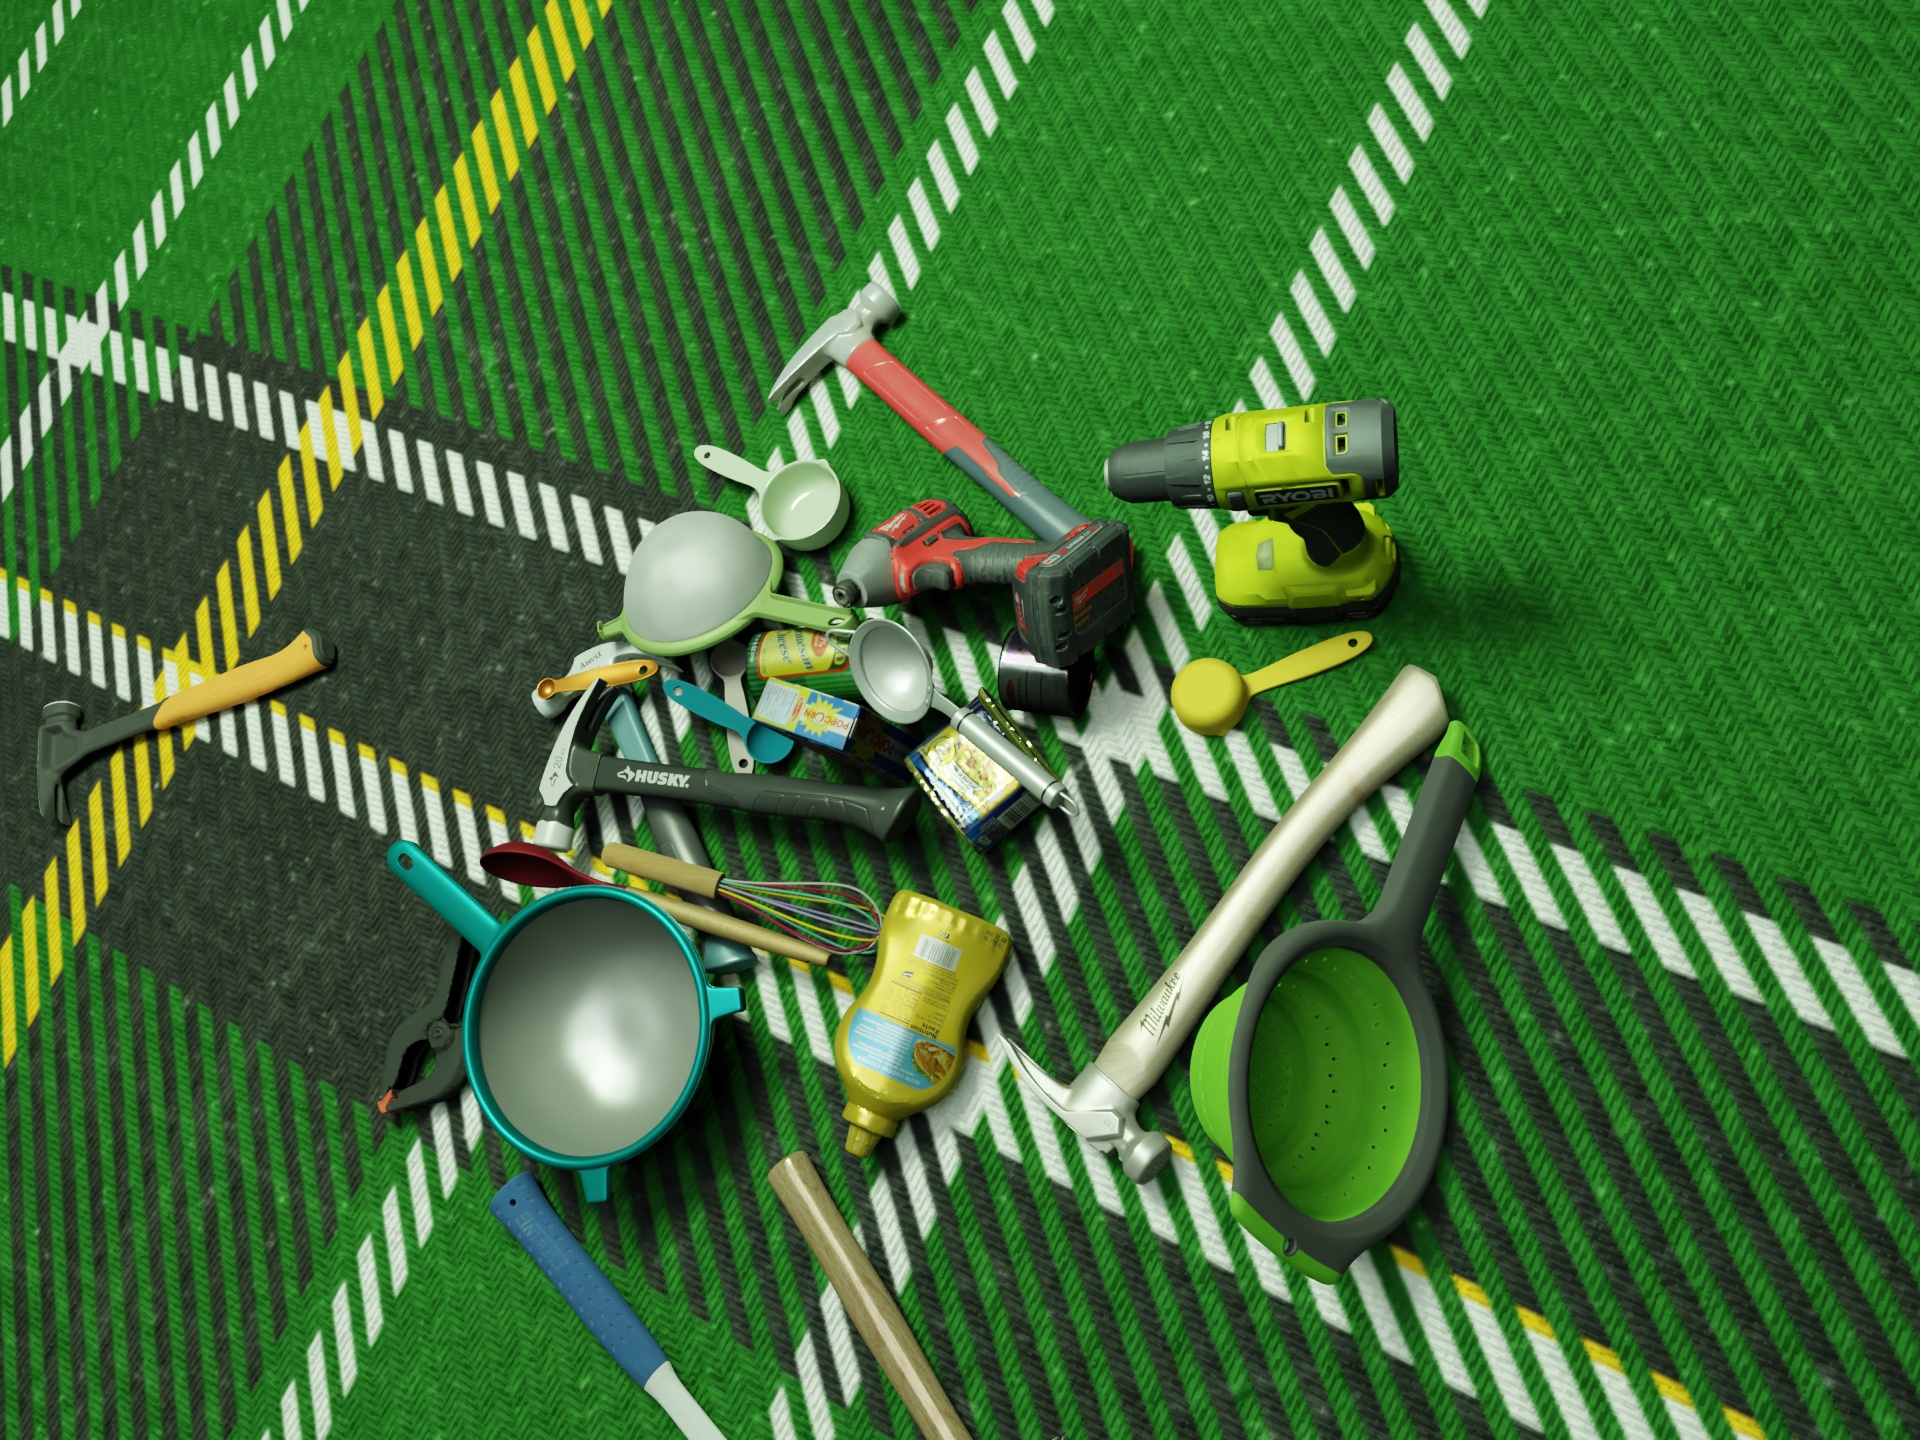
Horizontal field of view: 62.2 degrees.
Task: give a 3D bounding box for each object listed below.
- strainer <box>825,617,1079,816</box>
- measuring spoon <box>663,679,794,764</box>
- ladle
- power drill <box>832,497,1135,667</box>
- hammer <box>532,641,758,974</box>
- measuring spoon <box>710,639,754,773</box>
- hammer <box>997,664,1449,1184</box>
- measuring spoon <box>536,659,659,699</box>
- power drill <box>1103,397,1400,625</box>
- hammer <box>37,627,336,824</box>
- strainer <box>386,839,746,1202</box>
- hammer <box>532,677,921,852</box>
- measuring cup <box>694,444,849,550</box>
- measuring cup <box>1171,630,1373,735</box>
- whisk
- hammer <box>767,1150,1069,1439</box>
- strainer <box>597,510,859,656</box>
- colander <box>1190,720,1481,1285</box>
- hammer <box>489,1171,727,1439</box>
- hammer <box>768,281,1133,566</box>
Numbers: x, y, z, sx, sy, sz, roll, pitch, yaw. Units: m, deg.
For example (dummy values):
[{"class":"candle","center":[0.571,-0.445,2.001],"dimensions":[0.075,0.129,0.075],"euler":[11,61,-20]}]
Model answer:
[{"class":"strainer","center":[-0.002,-0.004,1.192],"dimensions":[0.050,0.086,0.259],"euler":[-23,50,-38]},{"class":"measuring spoon","center":[-0.193,-0.001,1.328],"dimensions":[0.129,0.021,0.042],"euler":[27,75,16]},{"class":"ladle","center":[-0.242,0.145,1.255],"dimensions":[0.315,0.069,0.031],"euler":[14,64,20]},{"class":"power drill","center":[0.013,-0.112,1.228],"dimensions":[0.220,0.078,0.143],"euler":[15,37,35]},{"class":"hammer","center":[-0.251,0.070,1.328],"dimensions":[0.128,0.033,0.331],"euler":[-33,63,7]},{"class":"measuring spoon","center":[-0.188,-0.007,1.346],"dimensions":[0.034,0.018,0.124],"euler":[-9,74,0]},{"class":"hammer","center":[0.201,0.123,1.139],"dimensions":[0.146,0.038,0.410],"euler":[37,86,29]},{"class":"measuring spoon","center":[-0.310,-0.034,1.365],"dimensions":[0.117,0.011,0.021],"euler":[-10,66,15]},{"class":"power drill","center":[0.216,-0.145,1.121],"dimensions":[0.190,0.228,0.080],"euler":[-3,70,19]},{"class":"hammer","center":[-0.752,-0.008,1.542],"dimensions":[0.337,0.034,0.127],"euler":[-20,65,13]},{"class":"strainer","center":[-0.320,0.202,1.259],"dimensions":[0.340,0.095,0.211],"euler":[36,91,22]},{"class":"hammer","center":[-0.187,0.050,1.271],"dimensions":[0.335,0.035,0.146],"euler":[5,75,23]},{"class":"measuring cup","center":[-0.167,-0.202,1.395],"dimensions":[0.168,0.038,0.083],"euler":[29,83,29]},{"class":"measuring cup","center":[0.231,-0.038,1.188],"dimensions":[0.156,0.029,0.062],"euler":[-22,65,14]},{"class":"whisk","center":[-0.167,0.135,1.246],"dimensions":[0.245,0.051,0.047],"euler":[14,50,12]},{"class":"hammer","center":[-0.039,0.445,1.112],"dimensions":[0.130,0.031,0.332],"euler":[-39,62,4]},{"class":"strainer","center":[-0.189,-0.118,1.306],"dimensions":[0.256,0.069,0.151],"euler":[15,56,38]},{"class":"colander","center":[0.253,0.168,1.069],"dimensions":[0.094,0.204,0.397],"euler":[-11,44,53]},{"class":"hammer","center":[-0.219,0.490,1.160],"dimensions":[0.406,0.035,0.144],"euler":[39,87,28]},{"class":"hammer","center":[-0.005,-0.219,1.339],"dimensions":[0.143,0.038,0.387],"euler":[-46,62,1]}]
